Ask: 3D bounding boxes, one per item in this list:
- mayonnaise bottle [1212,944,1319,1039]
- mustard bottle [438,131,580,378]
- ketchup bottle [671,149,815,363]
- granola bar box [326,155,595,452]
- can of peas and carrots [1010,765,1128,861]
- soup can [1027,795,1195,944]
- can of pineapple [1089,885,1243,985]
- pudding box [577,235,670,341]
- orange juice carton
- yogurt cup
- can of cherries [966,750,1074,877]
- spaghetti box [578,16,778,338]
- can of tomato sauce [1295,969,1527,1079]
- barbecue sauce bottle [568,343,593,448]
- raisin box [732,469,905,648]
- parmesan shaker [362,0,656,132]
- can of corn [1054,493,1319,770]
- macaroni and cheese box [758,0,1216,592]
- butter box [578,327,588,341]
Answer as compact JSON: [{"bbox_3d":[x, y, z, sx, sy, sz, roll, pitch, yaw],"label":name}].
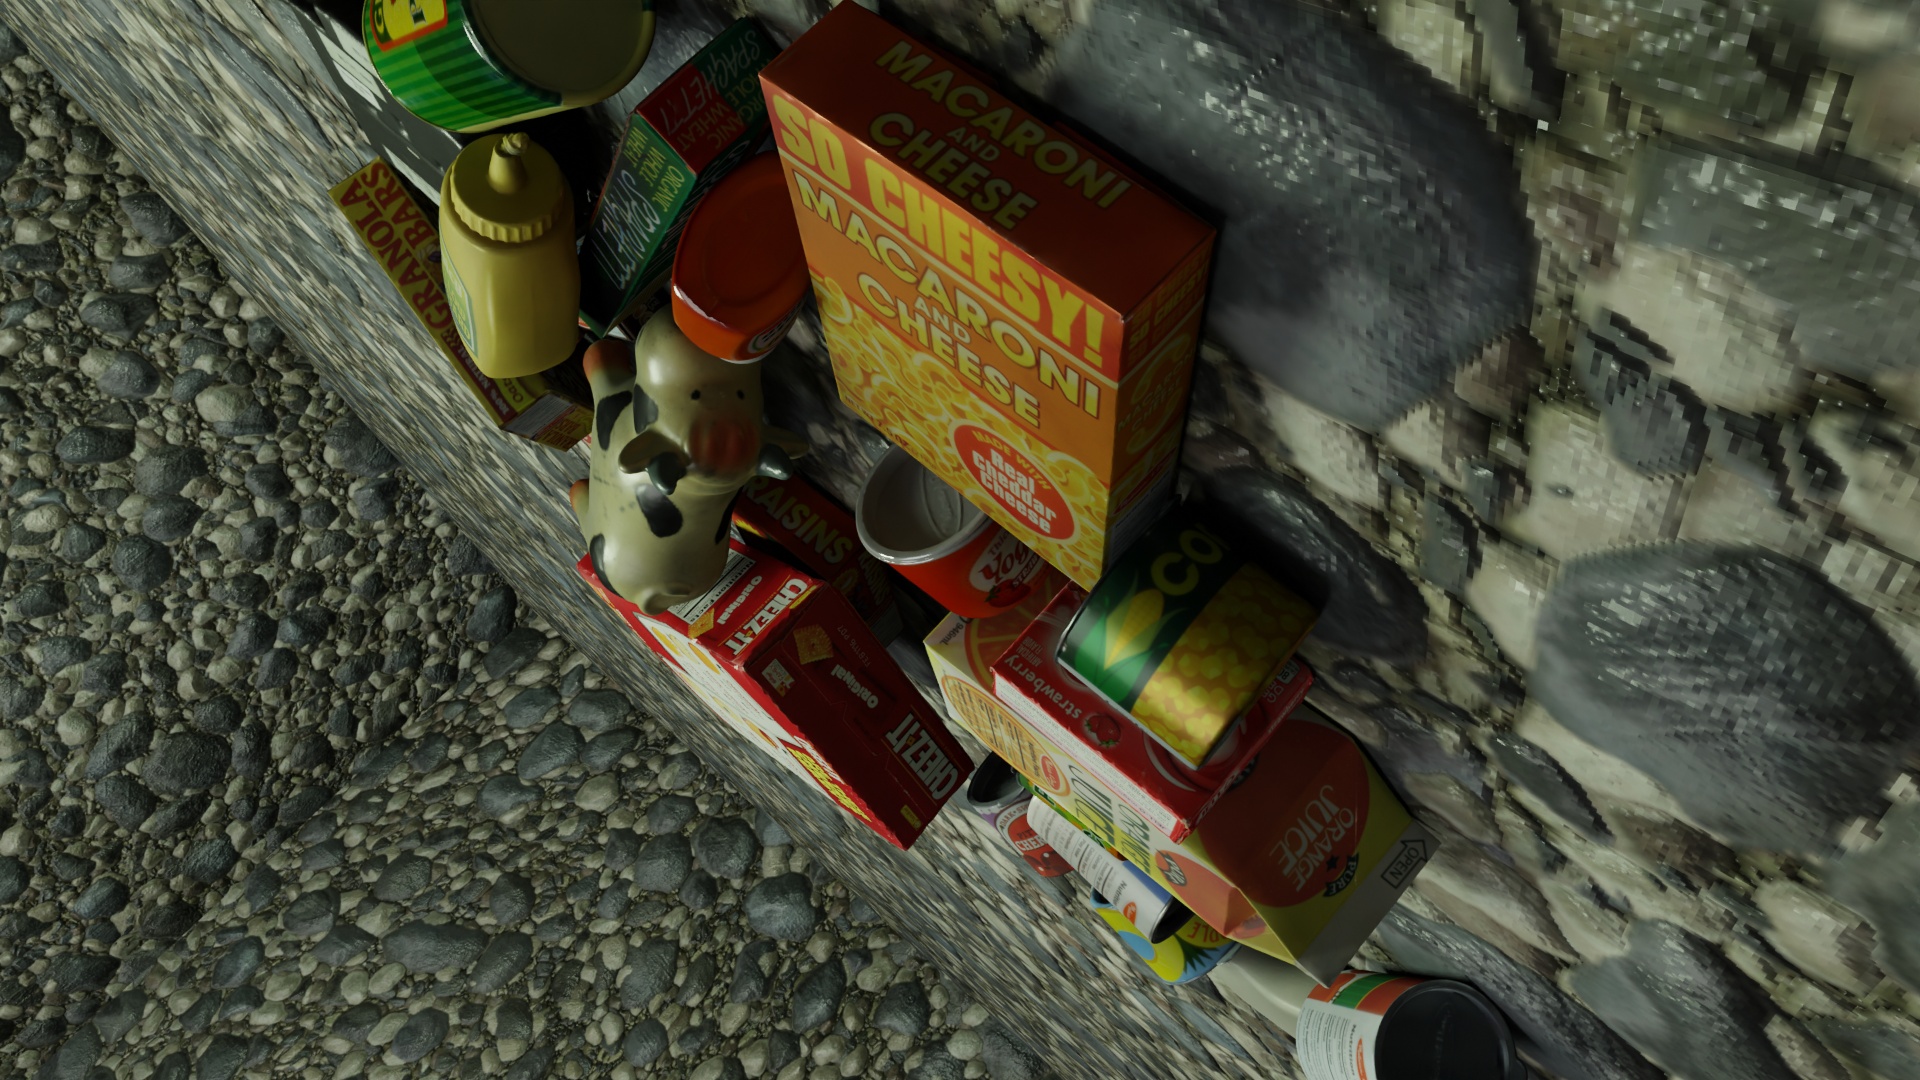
[{"bbox_3d":[0.172,0.233,0.739,0.148,0.041,0.064,28,157,44],"label":"mayonnaise bottle"},{"bbox_3d":[-0.178,-0.118,0.545,0.065,0.049,0.159,66,158,10],"label":"mustard bottle"},{"bbox_3d":[-0.079,-0.094,0.513,0.043,0.065,0.148,34,173,-9],"label":"ketchup bottle"},{"bbox_3d":[-0.283,-0.134,0.817,0.165,0.039,0.124,53,179,3],"label":"granola bar box"},{"bbox_3d":[0.066,0.099,0.613,0.059,0.071,0.070,34,160,26],"label":"can of peas and carrots"},{"bbox_3d":[0.085,0.138,0.668,0.084,0.071,0.071,40,163,27],"label":"soup can"},{"bbox_3d":[0.111,0.186,0.722,0.058,0.071,0.071,47,162,-8],"label":"can of pineapple"},{"bbox_3d":[-0.188,-0.133,0.712,0.084,0.030,0.049,20,152,52],"label":"pudding box"},{"bbox_3d":[0.082,0.084,0.539,0.193,0.072,0.072,36,161,25],"label":"orange juice carton"},{"bbox_3d":[0.002,-0.007,0.528,0.072,0.072,0.053,26,163,45],"label":"yogurt cup"},{"bbox_3d":[0.046,0.140,0.752,0.058,0.072,0.071,49,162,-14],"label":"can of cherries"},{"bbox_3d":[-0.116,-0.127,0.533,0.028,0.050,0.249,47,162,-12],"label":"spaghetti box"},{"bbox_3d":[0.200,0.230,0.627,0.071,0.071,0.083,44,163,2],"label":"can of tomato sauce"},{"bbox_3d":[-0.247,-0.096,0.907,0.148,0.044,0.065,46,167,-6],"label":"barbecue sauce bottle"},{"bbox_3d":[-0.081,0.014,0.798,0.086,0.040,0.123,37,163,23],"label":"raisin box"},{"bbox_3d":[-0.152,-0.178,0.470,0.103,0.071,0.071,13,145,52],"label":"parmesan shaker"},{"bbox_3d":[0.074,0.029,0.447,0.058,0.071,0.071,38,161,15],"label":"can of corn"},{"bbox_3d":[0.009,-0.064,0.417,0.124,0.040,0.165,38,162,19],"label":"macaroni and cheese box"},{"bbox_3d":[-0.238,-0.131,0.788,0.053,0.024,0.104,51,180,-18],"label":"butter box"}]
